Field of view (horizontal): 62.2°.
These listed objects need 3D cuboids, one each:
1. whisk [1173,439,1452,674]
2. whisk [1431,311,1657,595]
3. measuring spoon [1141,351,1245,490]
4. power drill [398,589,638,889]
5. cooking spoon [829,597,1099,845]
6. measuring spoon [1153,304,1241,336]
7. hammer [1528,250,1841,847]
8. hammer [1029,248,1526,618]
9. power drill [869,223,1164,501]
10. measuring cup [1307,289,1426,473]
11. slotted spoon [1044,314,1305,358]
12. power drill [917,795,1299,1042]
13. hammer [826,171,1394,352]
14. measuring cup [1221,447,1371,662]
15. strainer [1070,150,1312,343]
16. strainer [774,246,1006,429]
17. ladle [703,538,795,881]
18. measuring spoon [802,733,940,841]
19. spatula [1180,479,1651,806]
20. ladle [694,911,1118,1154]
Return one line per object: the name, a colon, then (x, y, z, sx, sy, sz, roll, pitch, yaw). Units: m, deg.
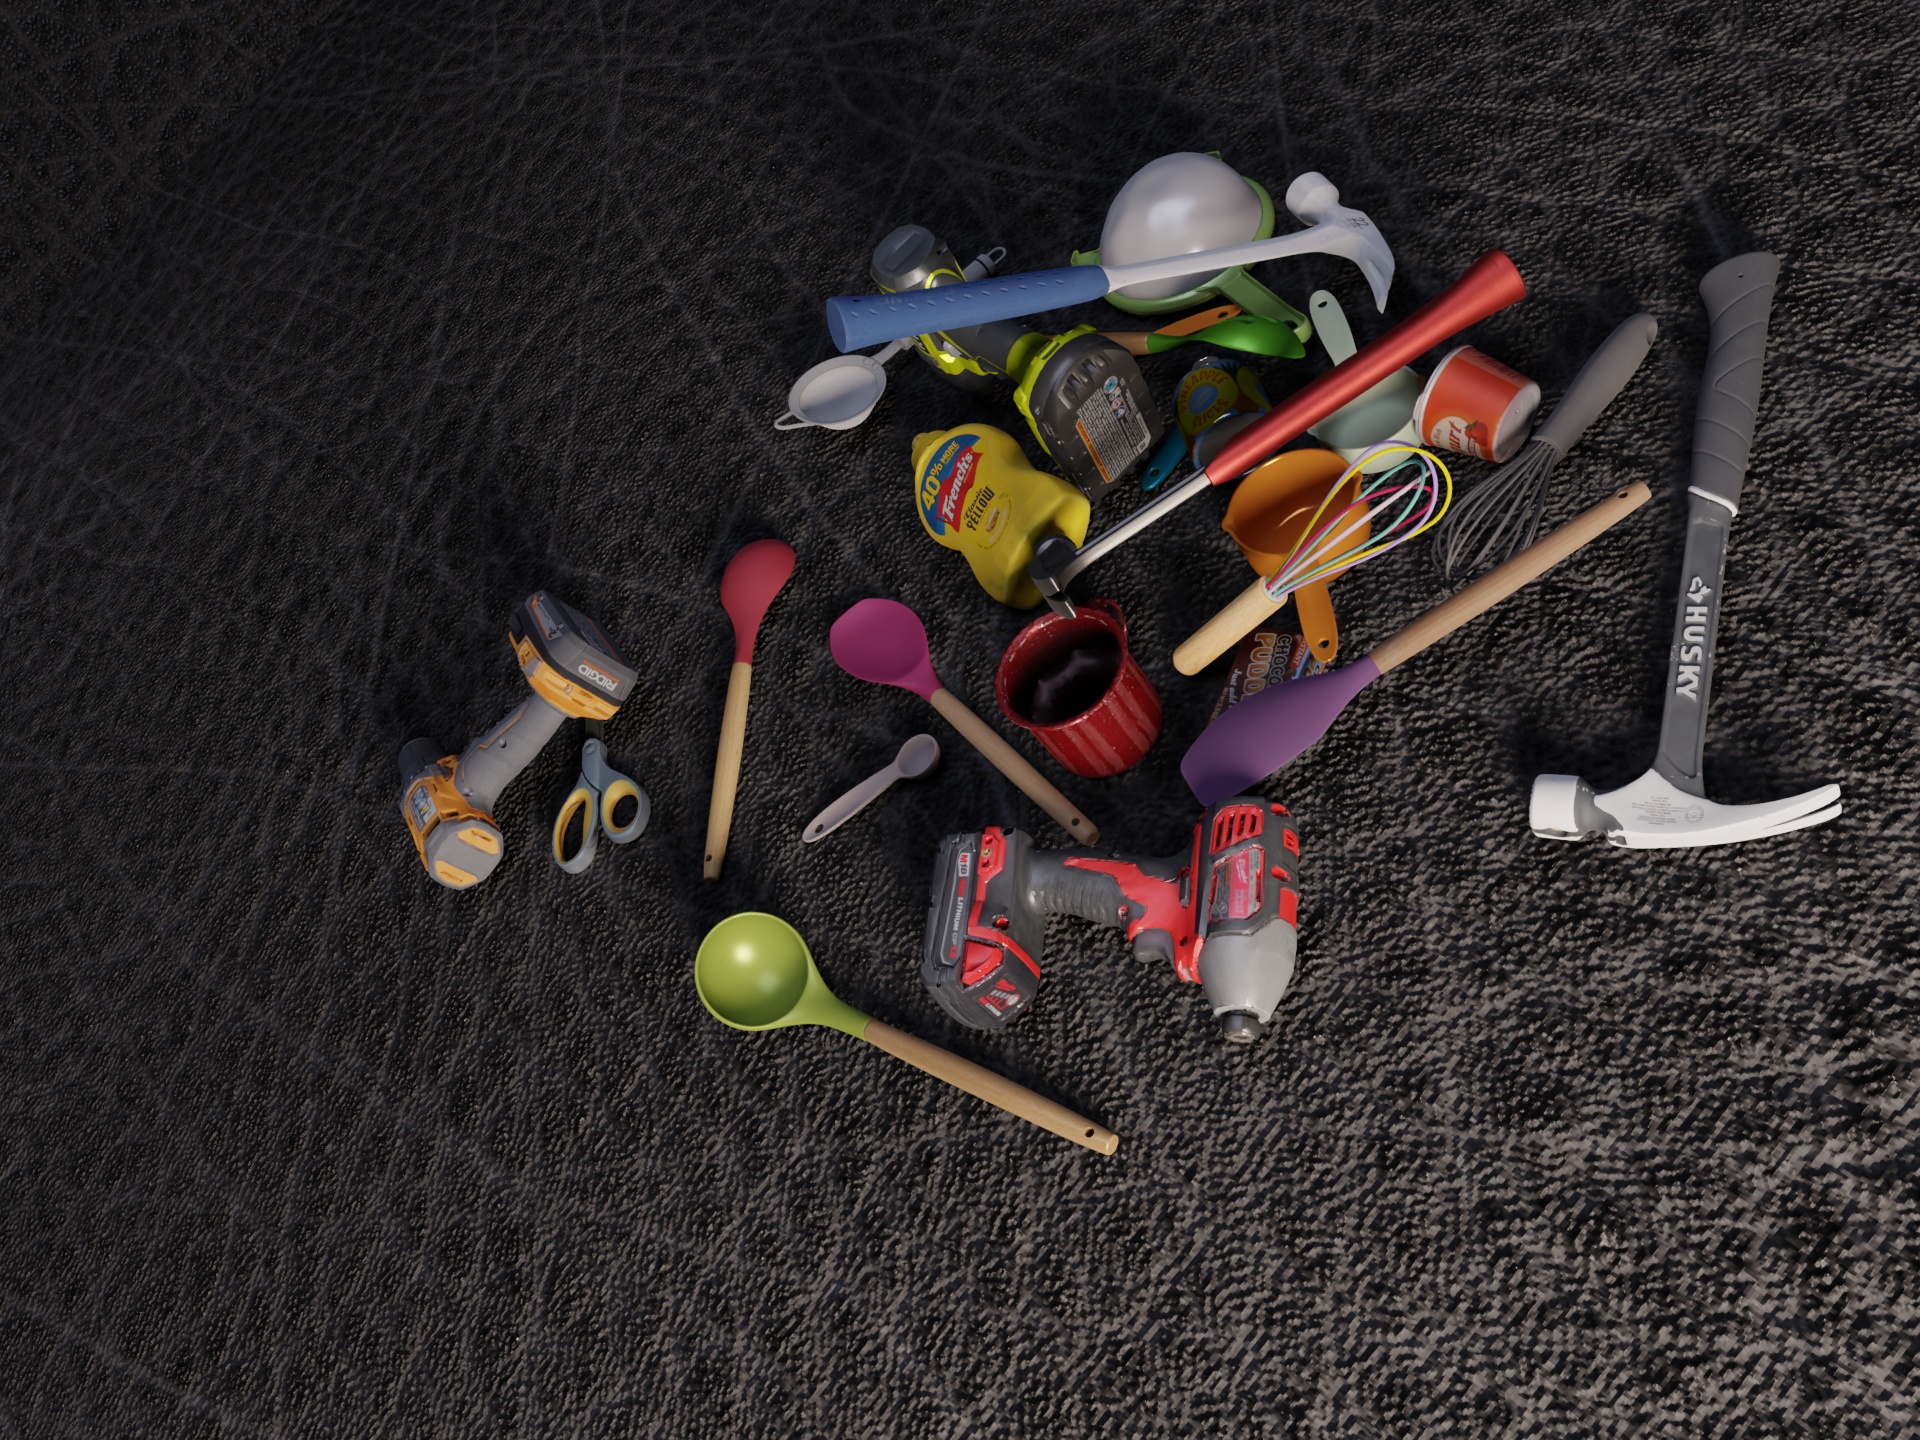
whisk: (0.203, -0.086, 0.951, 0.245, 0.047, 0.051, -44, 37, 52)
whisk: (0.369, -0.168, 0.994, 0.055, 0.055, 0.239, 28, 73, 41)
measuring spoon: (0.167, -0.223, 1.167, 0.042, 0.021, 0.128, 23, 72, 40)
power drill: (-0.379, 0.006, 1.309, 0.226, 0.084, 0.186, -52, 39, 4)
cooking spoon: (-0.002, -0.004, 1.128, 0.069, 0.017, 0.319, -41, 47, -7)
measuring spoon: (0.162, -0.295, 1.230, 0.117, 0.011, 0.021, -18, 44, 17)
hammer: (0.437, -0.111, 0.917, 0.149, 0.036, 0.409, 3, 62, 32)
hammer: (0.200, -0.184, 1.022, 0.359, 0.036, 0.149, -33, 12, 8)
power drill: (0.041, -0.262, 1.187, 0.080, 0.171, 0.223, -46, 56, -4)
measuring cup: (0.273, -0.236, 1.102, 0.083, 0.038, 0.168, -23, 49, 17)
slotted spoon: (0.124, -0.286, 1.206, 0.314, 0.070, 0.031, 11, 108, 45)
power drill: (0.092, 0.124, 0.948, 0.220, 0.078, 0.143, -7, 57, 25)
hammer: (0.109, -0.303, 1.094, 0.405, 0.035, 0.144, -14, 49, -16)
measuring cup: (0.227, -0.095, 1.023, 0.095, 0.052, 0.174, -19, 52, 21)
strainer: (0.186, -0.364, 1.213, 0.151, 0.069, 0.257, -36, 45, 3)
strainer: (-0.053, -0.319, 1.358, 0.258, 0.050, 0.087, -43, 53, -8)
ladle: (-0.174, -0.019, 1.242, 0.069, 0.031, 0.316, -12, 56, 25)
measuring spoon: (-0.062, 0.053, 1.133, 0.124, 0.018, 0.034, -36, 44, 16)
spatula: (0.268, -0.049, 0.949, 0.316, 0.018, 0.060, -34, 46, 9)
ladle: (-0.042, 0.199, 0.993, 0.320, 0.062, 0.078, 17, 70, 36)
